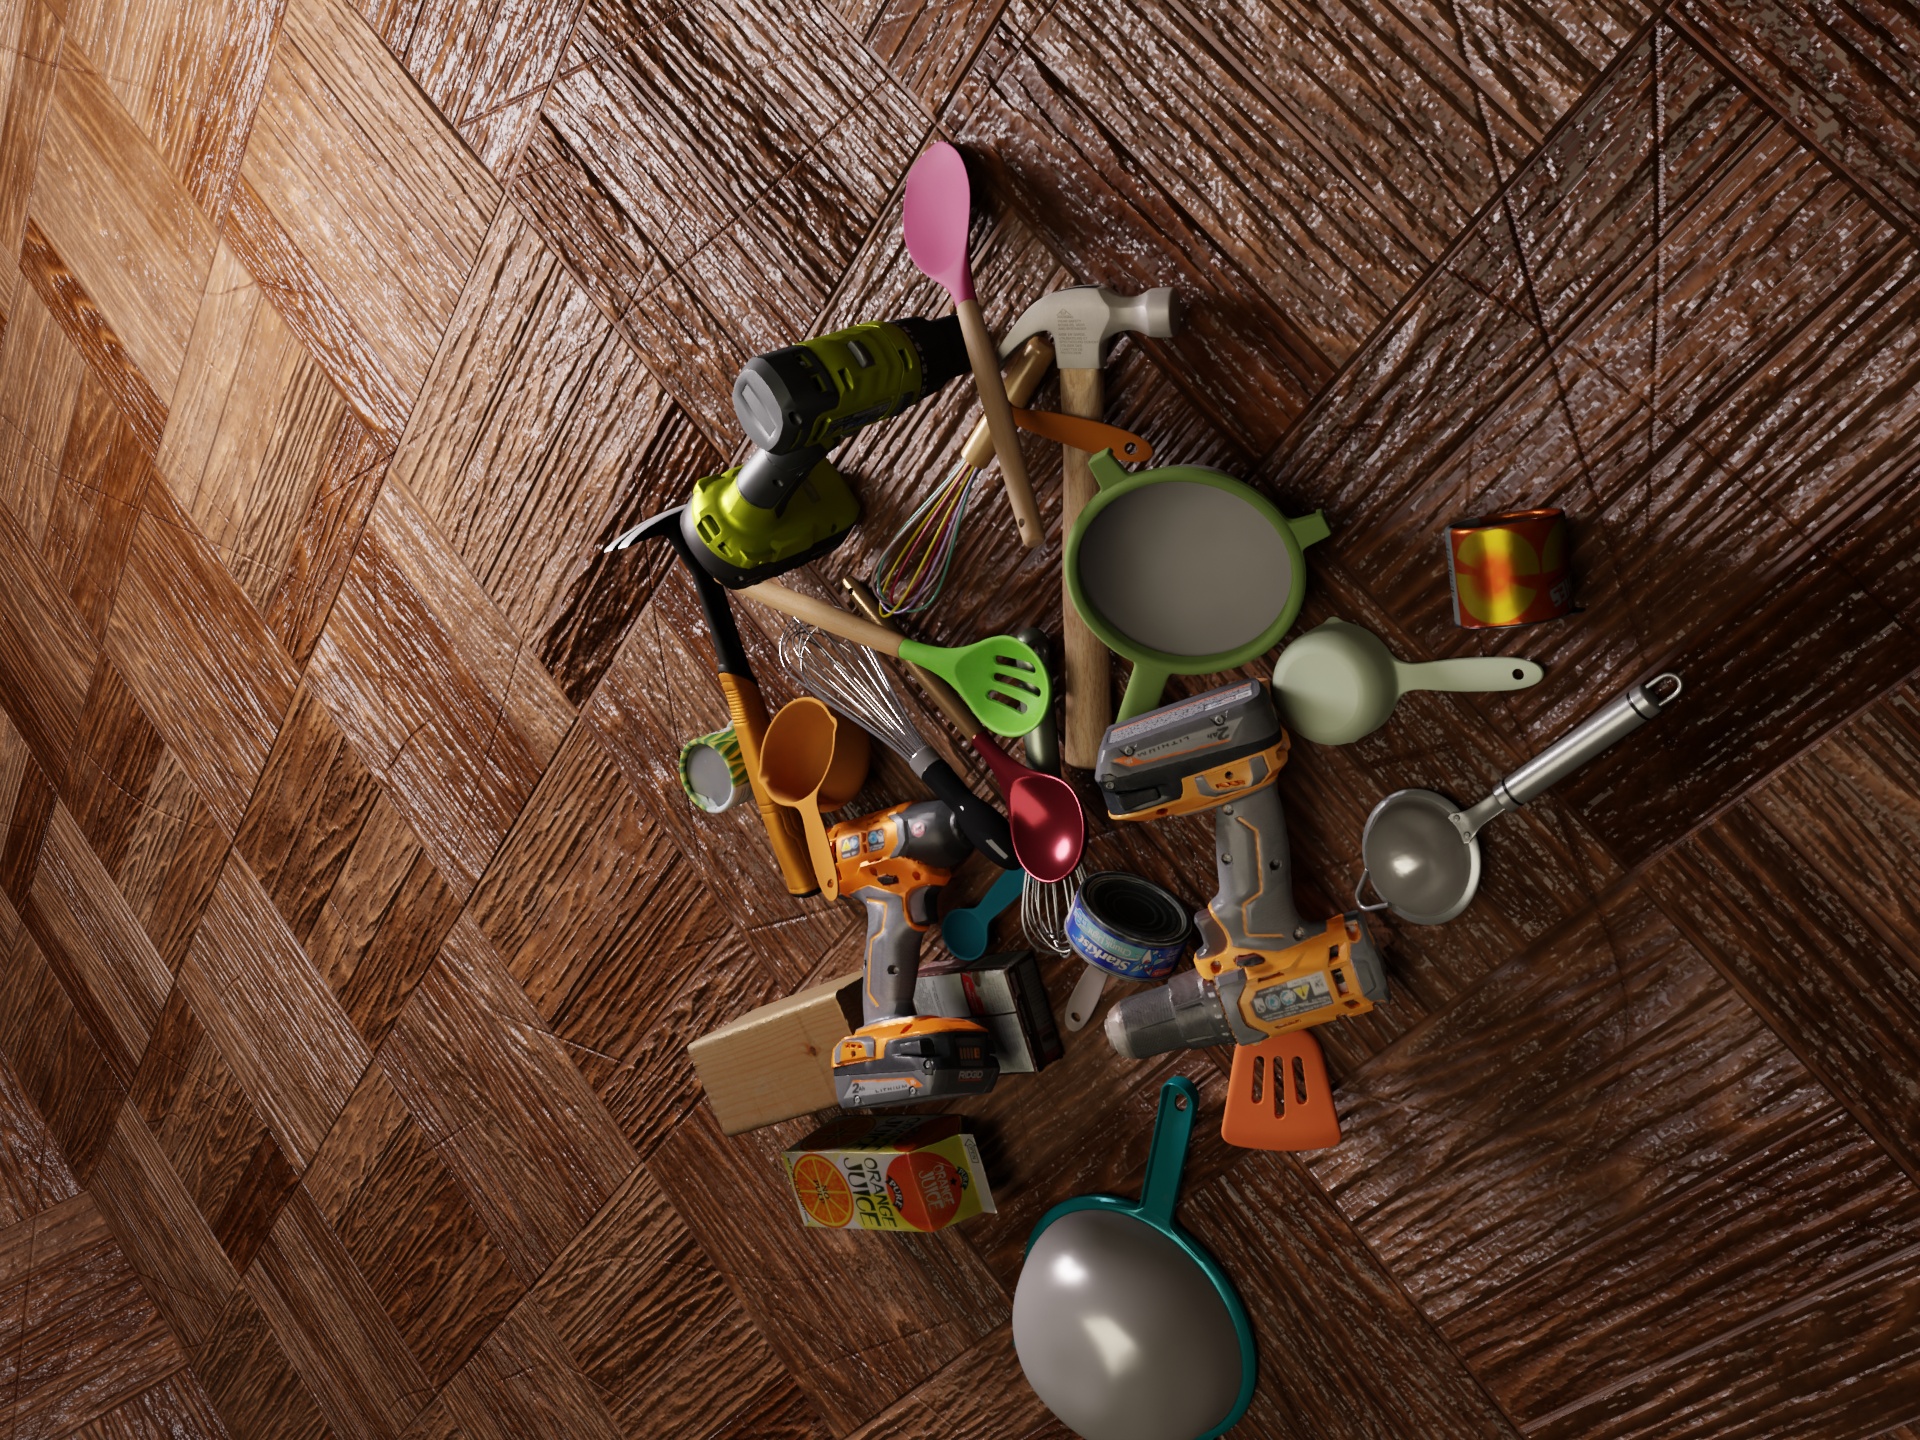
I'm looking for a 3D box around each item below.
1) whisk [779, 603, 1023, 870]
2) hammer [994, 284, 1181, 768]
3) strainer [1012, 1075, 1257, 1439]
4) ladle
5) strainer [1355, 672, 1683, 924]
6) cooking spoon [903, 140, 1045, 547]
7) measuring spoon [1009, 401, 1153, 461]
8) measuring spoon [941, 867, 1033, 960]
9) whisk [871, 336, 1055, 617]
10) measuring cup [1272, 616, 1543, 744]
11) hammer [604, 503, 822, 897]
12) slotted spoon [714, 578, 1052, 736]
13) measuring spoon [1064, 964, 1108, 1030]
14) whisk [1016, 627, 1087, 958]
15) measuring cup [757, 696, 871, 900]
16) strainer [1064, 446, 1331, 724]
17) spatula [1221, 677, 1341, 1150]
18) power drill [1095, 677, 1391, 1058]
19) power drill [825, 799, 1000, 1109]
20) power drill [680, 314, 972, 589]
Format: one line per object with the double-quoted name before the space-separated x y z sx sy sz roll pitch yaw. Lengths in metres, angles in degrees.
"whisk" -0.045 0.010 1.196 0.285 0.070 0.070 47 128 26
"hammer" 0.082 -0.124 1.079 0.130 0.031 0.331 6 112 21
"strainer" 0.121 0.425 1.199 0.211 0.095 0.340 23 119 31
"ladle" -0.002 -0.004 1.164 0.316 0.031 0.069 51 117 30
"strainer" 0.322 0.048 0.956 0.258 0.050 0.087 -44 62 35
"cooking spoon" 0.011 -0.251 1.043 0.068 0.017 0.319 -35 59 40
"measuring spoon" 0.069 -0.188 1.034 0.117 0.011 0.021 18 116 15
"measuring spoon" 0.033 0.137 1.230 0.042 0.021 0.128 49 119 16
"whisk" 0.001 -0.166 1.135 0.051 0.047 0.245 36 122 3
"measuring cup" 0.268 -0.022 0.972 0.168 0.038 0.083 -2 104 41
"hammer" -0.178 -0.010 1.289 0.034 0.127 0.336 -5 107 44
"slotted spoon" -0.061 -0.064 1.171 0.314 0.031 0.070 22 109 28
"measuring spoon" 0.104 0.190 1.192 0.034 0.018 0.124 36 130 19
"whisk" 0.063 0.054 1.158 0.059 0.058 0.246 -155 58 -74
"measuring cup" -0.102 0.065 1.246 0.095 0.052 0.174 -35 57 31
"strainer" 0.137 -0.069 1.048 0.151 0.069 0.256 17 131 4
"spatula" 0.209 0.132 1.069 0.081 0.041 0.322 -2 103 14
"power drill" 0.155 0.107 1.026 0.185 0.084 0.226 -20 100 13
"power drill" -0.033 0.173 1.212 0.164 0.084 0.227 -20 68 39
"power drill" -0.094 -0.197 1.125 0.080 0.190 0.228 56 144 9
